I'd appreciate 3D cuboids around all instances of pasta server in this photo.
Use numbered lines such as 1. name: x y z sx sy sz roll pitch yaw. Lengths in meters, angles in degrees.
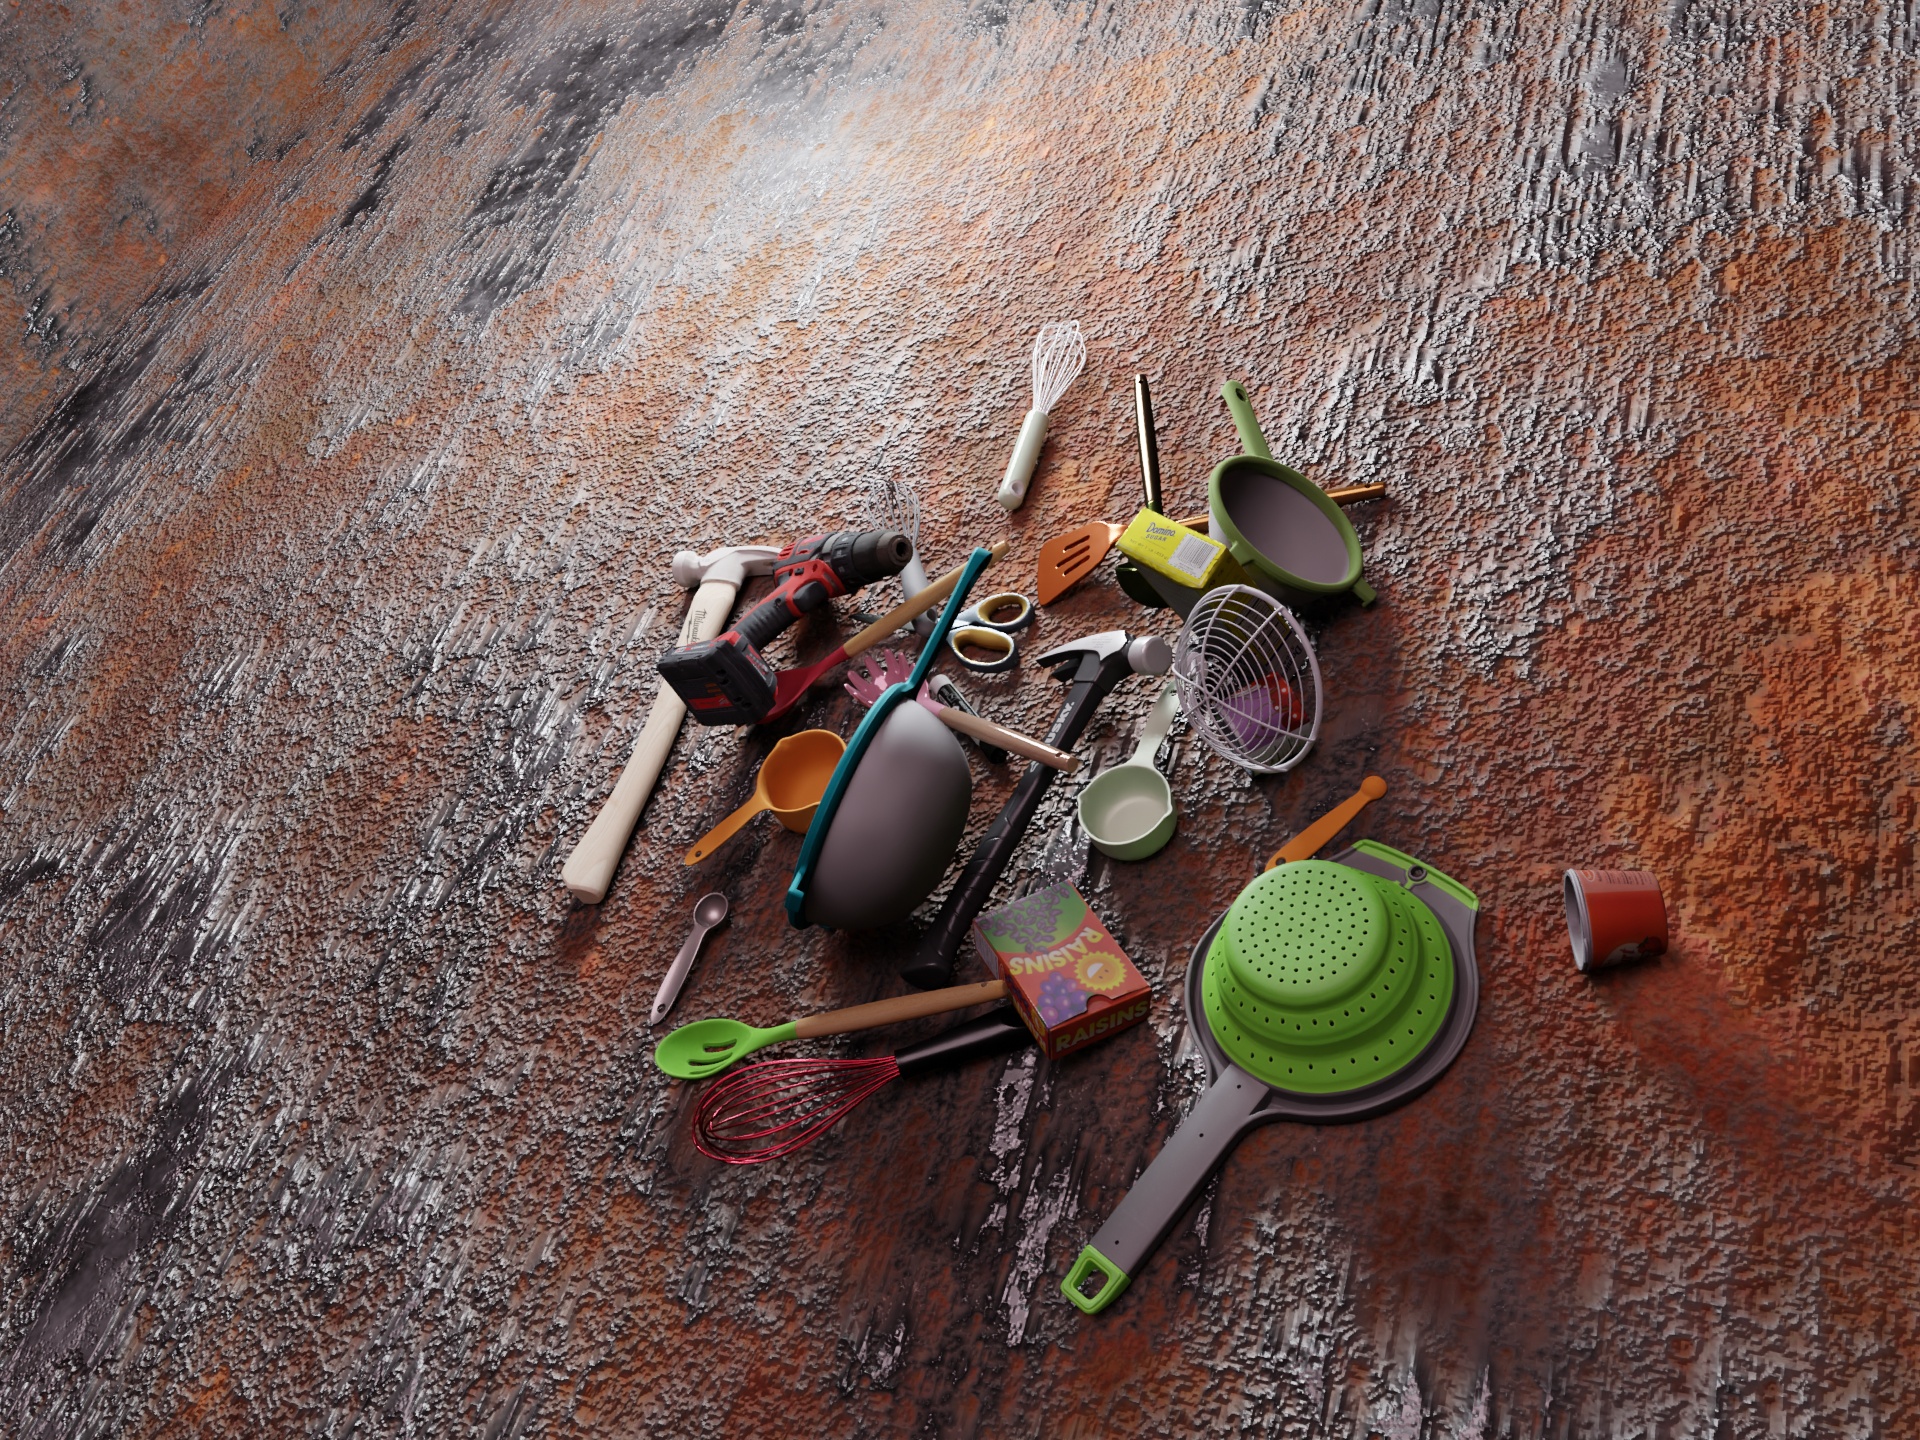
1. pasta server: -0.002 -0.004 1.353 0.060 0.040 0.316 -42 31 -17

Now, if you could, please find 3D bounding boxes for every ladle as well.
1. ladle: 0.171 -0.219 1.428 0.078 0.062 0.320 -5 48 6
2. ladle: -0.084 -0.079 1.465 0.315 0.031 0.069 -31 33 20

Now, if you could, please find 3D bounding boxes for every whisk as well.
1. whisk: -0.053 -0.160 1.537 0.055 0.055 0.239 -24 43 8
2. whisk: -0.064 0.267 1.199 0.296 0.073 0.073 -20 47 3
3. whisk: 0.080 -0.311 1.609 0.059 0.057 0.246 -29 36 55

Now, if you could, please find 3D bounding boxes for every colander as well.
1. colander: 0.192 0.222 1.073 0.205 0.094 0.397 29 70 40

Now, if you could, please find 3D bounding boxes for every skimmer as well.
1. skimmer: 0.203 -0.041 1.170 0.090 0.127 0.363 -15 5 9

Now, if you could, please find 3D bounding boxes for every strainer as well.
1. strainer: 0.251 -0.188 1.370 0.069 0.151 0.257 -54 35 42
2. strainer: -0.022 0.027 1.263 0.095 0.211 0.340 25 80 8

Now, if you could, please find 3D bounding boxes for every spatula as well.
1. spatula: 0.219 -0.171 1.434 0.322 0.041 0.081 -10 50 15

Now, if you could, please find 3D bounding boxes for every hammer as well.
1. hammer: 0.046 0.070 1.296 0.146 0.035 0.335 4 59 59
2. hammer: -0.278 -0.007 1.546 0.146 0.038 0.411 0 55 26

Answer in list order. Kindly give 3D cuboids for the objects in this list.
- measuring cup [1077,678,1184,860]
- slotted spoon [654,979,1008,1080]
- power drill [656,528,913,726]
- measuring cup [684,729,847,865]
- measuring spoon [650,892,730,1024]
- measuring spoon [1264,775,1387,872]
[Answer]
1. measuring cup: 0.153 0.040 1.284 0.083 0.038 0.168 7 56 32
2. slotted spoon: -0.103 0.237 1.232 0.314 0.031 0.070 -16 25 25
3. power drill: -0.156 -0.098 1.484 0.188 0.080 0.227 -4 38 52
4. measuring cup: -0.162 0.084 1.402 0.173 0.052 0.095 -38 46 -3
5. measuring spoon: -0.232 0.206 1.366 0.034 0.018 0.124 13 67 34
6. measuring spoon: 0.276 0.079 1.204 0.117 0.011 0.021 -38 46 -5
